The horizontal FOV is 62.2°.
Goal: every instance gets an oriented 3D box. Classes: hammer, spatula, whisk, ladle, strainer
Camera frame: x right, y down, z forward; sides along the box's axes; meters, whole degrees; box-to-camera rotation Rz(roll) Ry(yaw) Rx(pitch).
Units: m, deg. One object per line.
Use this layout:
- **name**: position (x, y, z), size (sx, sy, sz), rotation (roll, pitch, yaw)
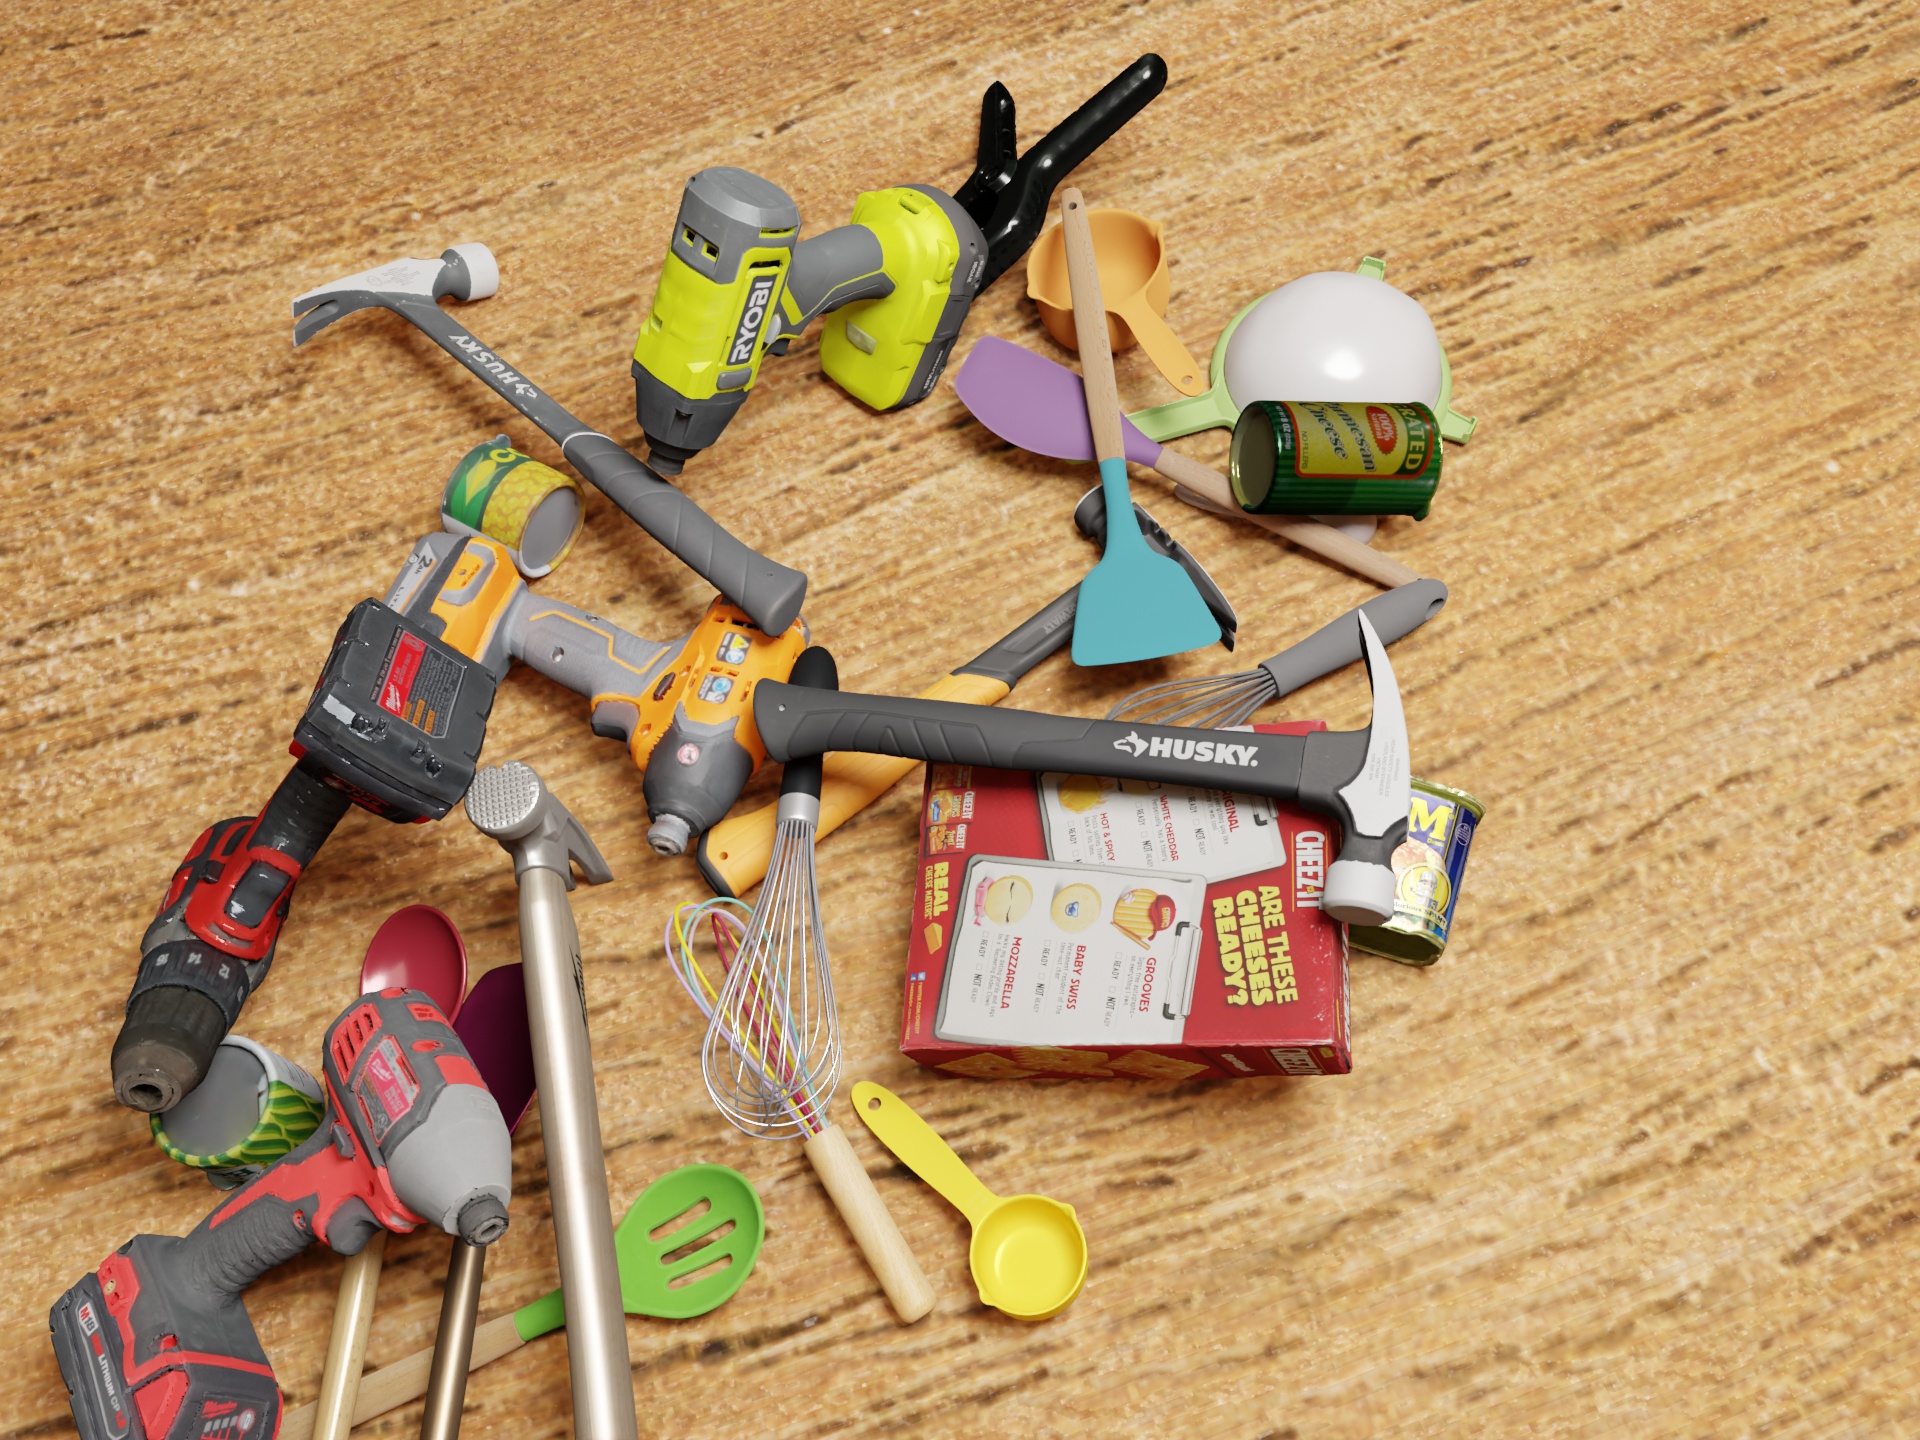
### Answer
- **hammer**: position (-0.001, -0.003, 0.905), size (0.337, 0.034, 0.127), rotation (-36, 66, -13)
- **hammer**: position (-0.174, 0.229, 0.744), size (0.038, 0.146, 0.411), rotation (-13, 65, -1)
- **hammer**: position (0.051, 0.007, 0.783), size (0.335, 0.035, 0.146), rotation (6, 67, 19)
- **spatula**: position (0.086, -0.178, 0.927), size (0.082, 0.044, 0.318), rotation (-9, 73, 7)
- **spatula**: position (0.140, -0.143, 0.950), size (0.316, 0.018, 0.060), rotation (27, 77, 6)
- **whisk**: position (0.174, -0.026, 0.894), size (0.239, 0.055, 0.055), rotation (-27, 66, -11)
- **whisk**: position (-0.080, 0.192, 0.814), size (0.051, 0.047, 0.245), rotation (-30, 71, -12)
- **ladle**: position (-0.292, 0.243, 0.793), size (0.069, 0.031, 0.316), rotation (-11, 58, 19)
- **whisk**: position (-0.088, 0.076, 0.819), size (0.070, 0.070, 0.285), rotation (0, 56, 3)
- **strainer**: position (0.182, -0.214, 0.976), size (0.256, 0.069, 0.152), rotation (-17, 65, -6)
- **hammer**: position (-0.237, -0.172, 0.945), size (0.409, 0.036, 0.149), rotation (39, 45, 25)

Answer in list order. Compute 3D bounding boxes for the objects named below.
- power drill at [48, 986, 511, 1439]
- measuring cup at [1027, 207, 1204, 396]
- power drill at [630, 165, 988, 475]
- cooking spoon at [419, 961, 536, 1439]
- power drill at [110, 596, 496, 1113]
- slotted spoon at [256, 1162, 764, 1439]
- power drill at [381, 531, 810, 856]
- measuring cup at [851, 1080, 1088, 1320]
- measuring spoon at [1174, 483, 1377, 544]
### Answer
- **power drill**: position (-0.303, 0.244, 0.738), size (0.219, 0.078, 0.143), rotation (-46, 52, -3)
- **measuring cup**: position (0.108, -0.246, 0.994), size (0.095, 0.052, 0.174), rotation (-29, 59, -1)
- **power drill**: position (-0.092, -0.232, 0.923), size (0.080, 0.171, 0.223), rotation (38, 35, 19)
- **cooking spoon**: position (-0.241, 0.264, 0.776), size (0.069, 0.017, 0.319), rotation (-11, 54, 15)
- **power drill**: position (-0.332, 0.069, 0.782), size (0.226, 0.080, 0.188), rotation (-45, 27, 19)
- **slotted spoon**: position (-0.239, 0.305, 0.775), size (0.314, 0.031, 0.070), rotation (-24, 64, -6)
- **power drill**: position (-0.214, -0.014, 0.889), size (0.226, 0.084, 0.164), rotation (13, 55, 6)
- **measuring cup**: position (0.001, 0.237, 0.799), size (0.062, 0.029, 0.157), rotation (-43, 57, -16)
- **measuring spoon**: position (0.191, -0.132, 0.963), size (0.124, 0.018, 0.034), rotation (13, 66, 9)
